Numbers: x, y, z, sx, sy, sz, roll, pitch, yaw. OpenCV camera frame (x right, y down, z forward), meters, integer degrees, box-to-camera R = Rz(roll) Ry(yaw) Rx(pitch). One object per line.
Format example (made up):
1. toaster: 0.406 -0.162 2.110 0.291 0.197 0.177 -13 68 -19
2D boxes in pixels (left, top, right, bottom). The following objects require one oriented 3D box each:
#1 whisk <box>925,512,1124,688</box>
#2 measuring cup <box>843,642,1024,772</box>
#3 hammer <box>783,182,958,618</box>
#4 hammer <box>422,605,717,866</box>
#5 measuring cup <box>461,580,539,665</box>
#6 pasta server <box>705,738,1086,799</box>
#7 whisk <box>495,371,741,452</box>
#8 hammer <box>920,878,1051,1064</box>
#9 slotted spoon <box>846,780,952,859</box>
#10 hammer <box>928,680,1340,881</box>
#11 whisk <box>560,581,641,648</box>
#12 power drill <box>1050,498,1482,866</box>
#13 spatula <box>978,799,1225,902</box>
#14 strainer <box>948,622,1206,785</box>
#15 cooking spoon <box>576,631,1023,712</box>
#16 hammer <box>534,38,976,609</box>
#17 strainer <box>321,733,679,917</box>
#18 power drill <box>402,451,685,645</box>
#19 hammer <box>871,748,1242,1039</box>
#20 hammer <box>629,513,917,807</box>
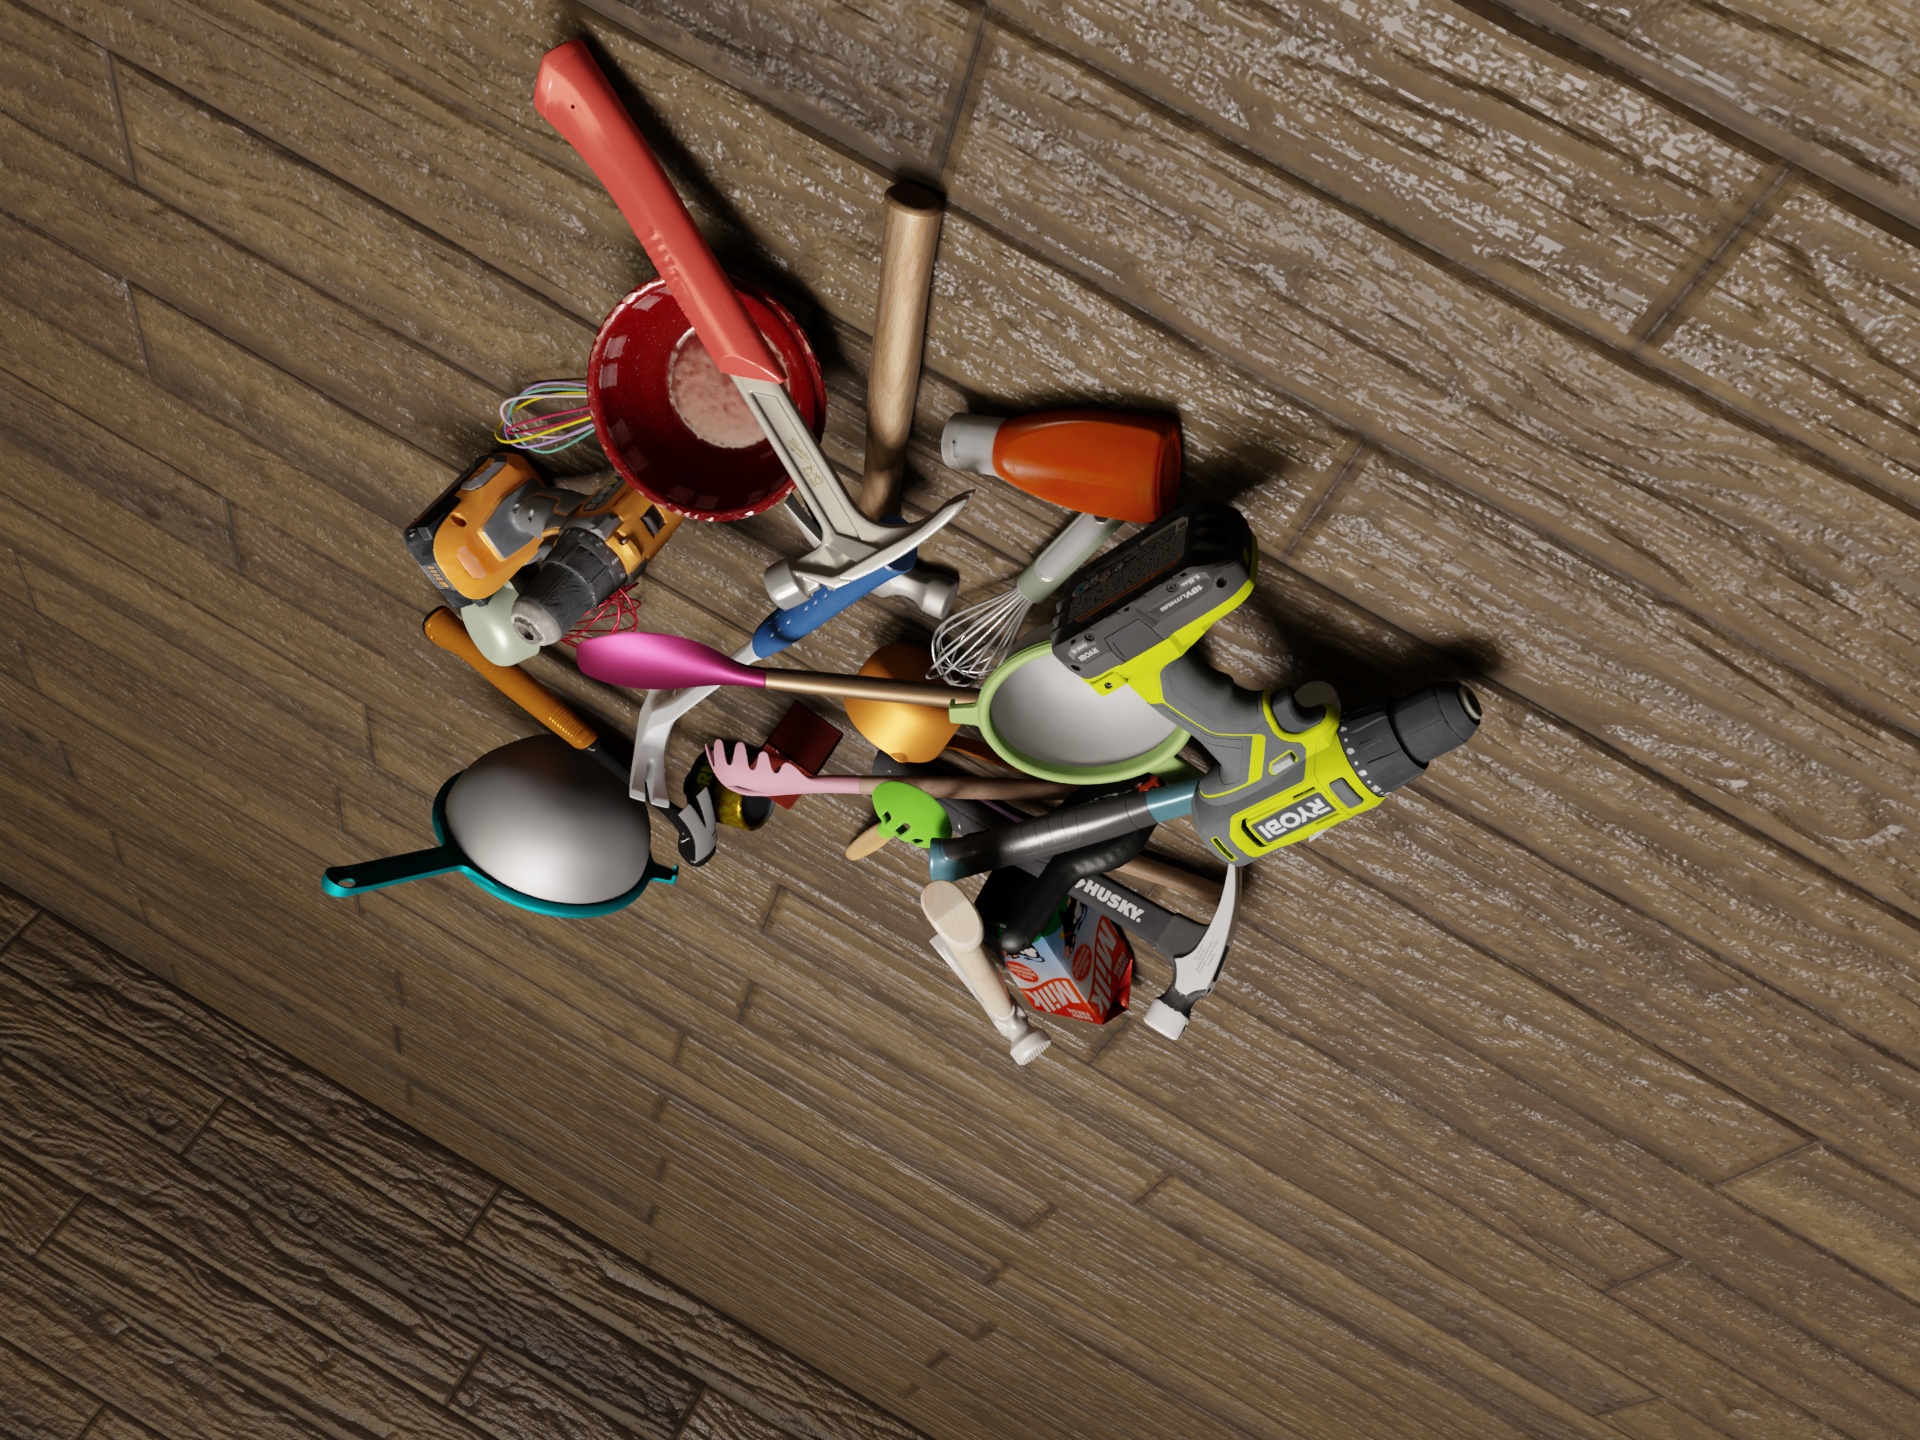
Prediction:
1. whisk: 0.044 -0.087 1.093 0.058 0.059 0.246 58 141 9
2. measuring cup: -0.002 -0.004 1.216 0.173 0.095 0.052 20 125 -23
3. hammer: -0.048 -0.201 1.036 0.130 0.031 0.331 24 144 10
4. hammer: -0.351 0.002 1.416 0.337 0.034 0.127 37 157 11
5. measuring cup: -0.427 -0.109 1.378 0.168 0.038 0.083 40 146 24
6. pasta server: -0.053 0.045 1.276 0.316 0.040 0.060 2 166 10
7. whisk: -0.245 -0.225 1.141 0.245 0.047 0.051 -1 111 32
8. hammer: 0.005 0.186 1.296 0.146 0.038 0.410 51 173 20
9. slotted spoon: -0.065 0.096 1.332 0.070 0.031 0.313 39 164 -4
10. hammer: 0.123 0.064 1.128 0.331 0.033 0.128 -17 134 21
11. whisk: -0.353 -0.084 1.386 0.073 0.073 0.296 47 149 -21
12. power drill: 0.184 -0.022 0.971 0.190 0.080 0.228 -31 118 32
13. spatula: 0.080 0.098 1.311 0.316 0.018 0.059 17 138 21
14. strainer: 0.125 -0.002 1.131 0.256 0.069 0.151 33 131 -32
15. cooking spoon: -0.113 -0.028 1.133 0.319 0.017 0.068 5 146 -5
16. hammer: -0.139 -0.250 0.977 0.149 0.037 0.359 -26 104 20
17. strainer: -0.407 0.086 1.423 0.211 0.340 0.095 42 118 22
18. power drill: -0.320 -0.130 1.195 0.226 0.185 0.084 5 138 37
19. hammer: 0.067 0.105 1.267 0.335 0.146 0.035 29 177 23
20. hammer: -0.155 -0.050 1.203 0.035 0.144 0.405 19 152 -29
